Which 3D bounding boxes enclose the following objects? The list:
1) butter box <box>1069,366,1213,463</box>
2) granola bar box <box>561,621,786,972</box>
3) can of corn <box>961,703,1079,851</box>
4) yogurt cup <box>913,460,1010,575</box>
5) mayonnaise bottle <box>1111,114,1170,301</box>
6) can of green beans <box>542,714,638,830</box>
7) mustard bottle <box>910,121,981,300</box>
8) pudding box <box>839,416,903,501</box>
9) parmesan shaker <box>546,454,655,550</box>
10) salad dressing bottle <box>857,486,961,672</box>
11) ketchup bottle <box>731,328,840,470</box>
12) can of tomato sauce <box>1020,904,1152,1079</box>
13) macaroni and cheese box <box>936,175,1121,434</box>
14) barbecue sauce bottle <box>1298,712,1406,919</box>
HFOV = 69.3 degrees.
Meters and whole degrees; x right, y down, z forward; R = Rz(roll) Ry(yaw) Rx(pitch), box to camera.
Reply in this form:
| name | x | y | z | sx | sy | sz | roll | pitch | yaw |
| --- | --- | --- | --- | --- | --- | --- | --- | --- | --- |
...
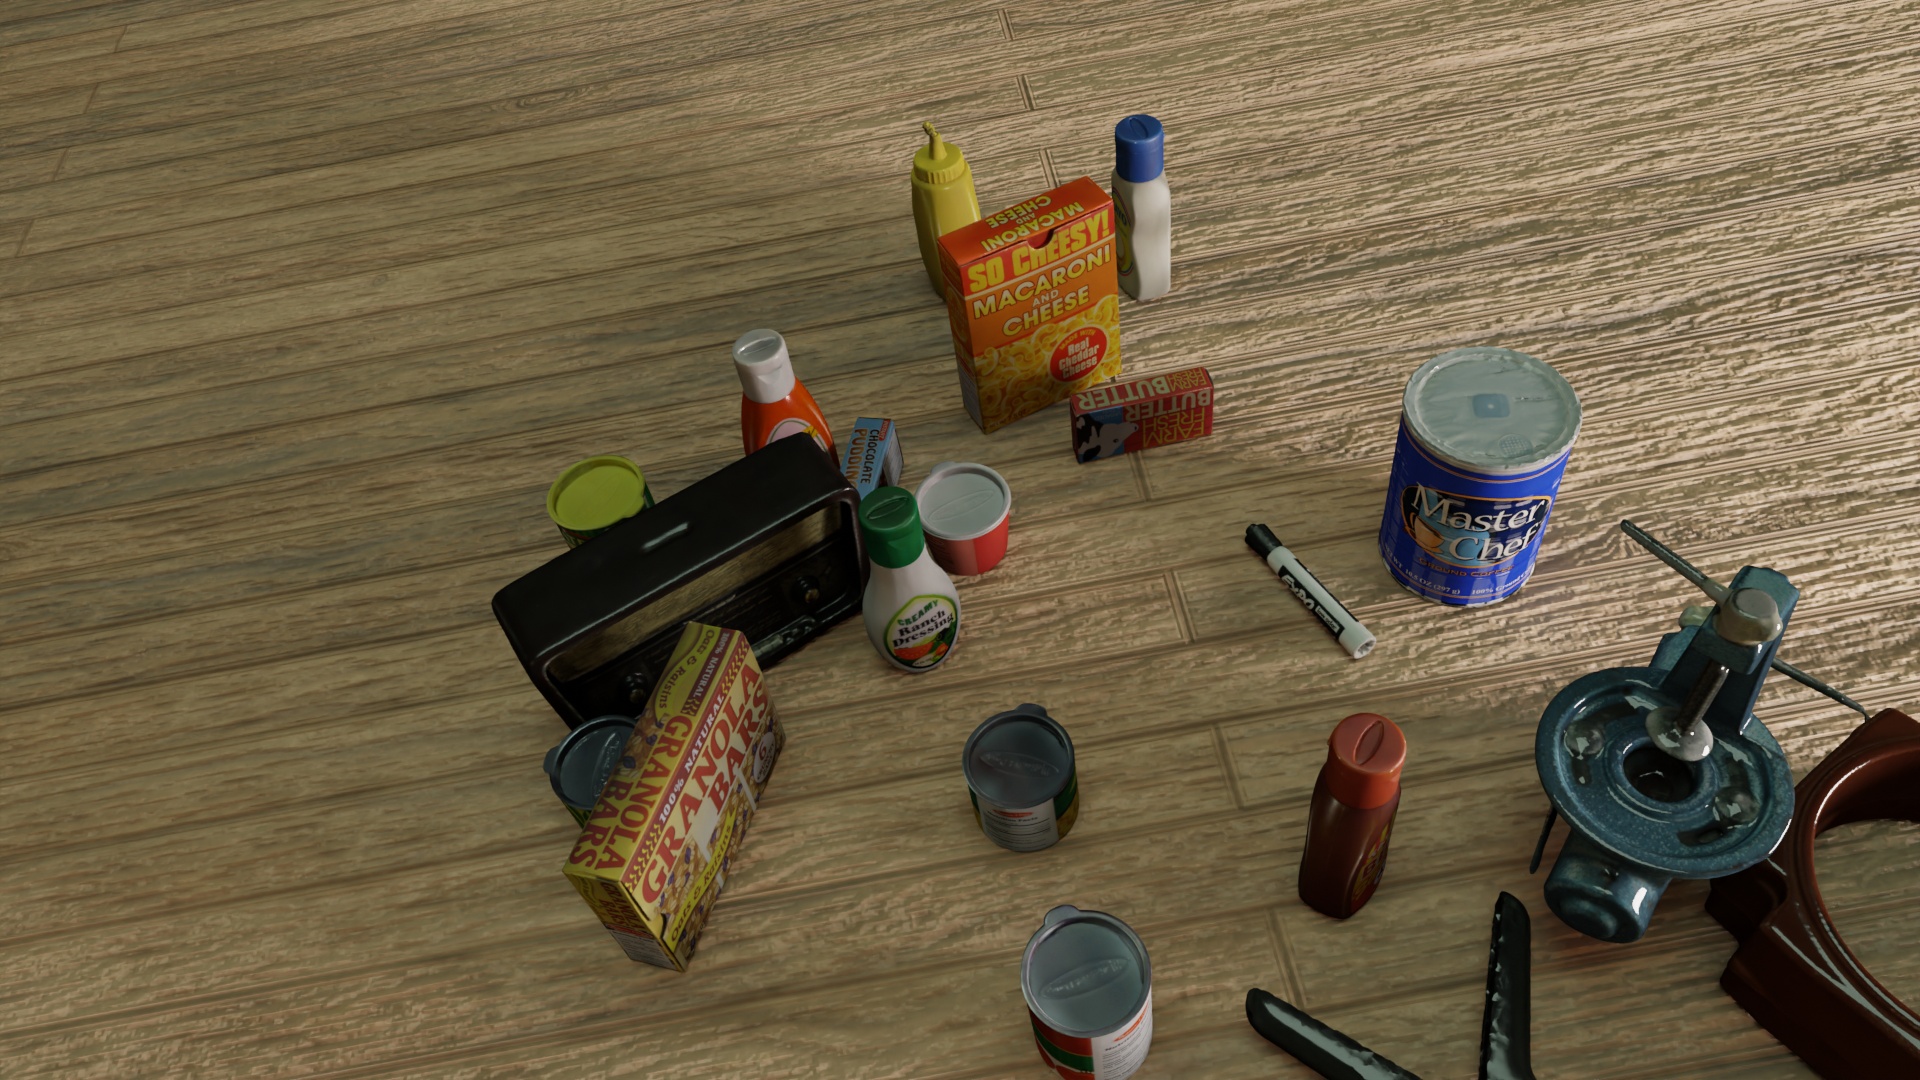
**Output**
| name | x | y | z | sx | sy | sz | roll | pitch | yaw |
| --- | --- | --- | --- | --- | --- | --- | --- | --- | --- |
| butter box | 0.132 | -0.092 | 1.015 | 0.103 | 0.052 | 0.024 | -13 | 50 | -2 |
| granola bar box | -0.160 | 0.150 | 0.816 | 0.039 | 0.123 | 0.166 | 9 | 53 | 16 |
| can of corn | 0.038 | 0.143 | 0.835 | 0.071 | 0.058 | 0.071 | -4 | 51 | 5 |
| yogurt cup | 0.003 | -0.012 | 0.969 | 0.072 | 0.053 | 0.073 | -4 | 51 | 5 |
| mayonnaise bottle | 0.141 | -0.262 | 1.092 | 0.041 | 0.147 | 0.065 | -18 | 51 | -6 |
| can of green beans | -0.214 | 0.152 | 0.866 | 0.071 | 0.057 | 0.071 | -4 | 51 | 5 |
| mustard bottle | -0.011 | -0.265 | 1.109 | 0.049 | 0.159 | 0.065 | -23 | 52 | -10 |
| pudding box | -0.067 | -0.044 | 1.008 | 0.030 | 0.049 | 0.084 | 4 | 52 | 12 |
| parmesan shaker | -0.235 | 0.000 | 0.963 | 0.071 | 0.102 | 0.072 | -4 | 51 | 5 |
| salad dressing bottle | -0.036 | 0.026 | 0.883 | 0.064 | 0.147 | 0.044 | -24 | 52 | -11 |
| ketchup bottle | -0.128 | -0.085 | 0.987 | 0.065 | 0.148 | 0.044 | -25 | 52 | -11 |
| can of tomato sauce | 0.067 | 0.242 | 0.733 | 0.071 | 0.082 | 0.071 | -4 | 51 | 5 |
| macaroni and cheese box | 0.055 | -0.169 | 1.017 | 0.124 | 0.165 | 0.040 | -26 | 52 | -12 |
| barbecue sauce bottle | 0.211 | 0.146 | 0.747 | 0.044 | 0.147 | 0.065 | 24 | 59 | 25 |
